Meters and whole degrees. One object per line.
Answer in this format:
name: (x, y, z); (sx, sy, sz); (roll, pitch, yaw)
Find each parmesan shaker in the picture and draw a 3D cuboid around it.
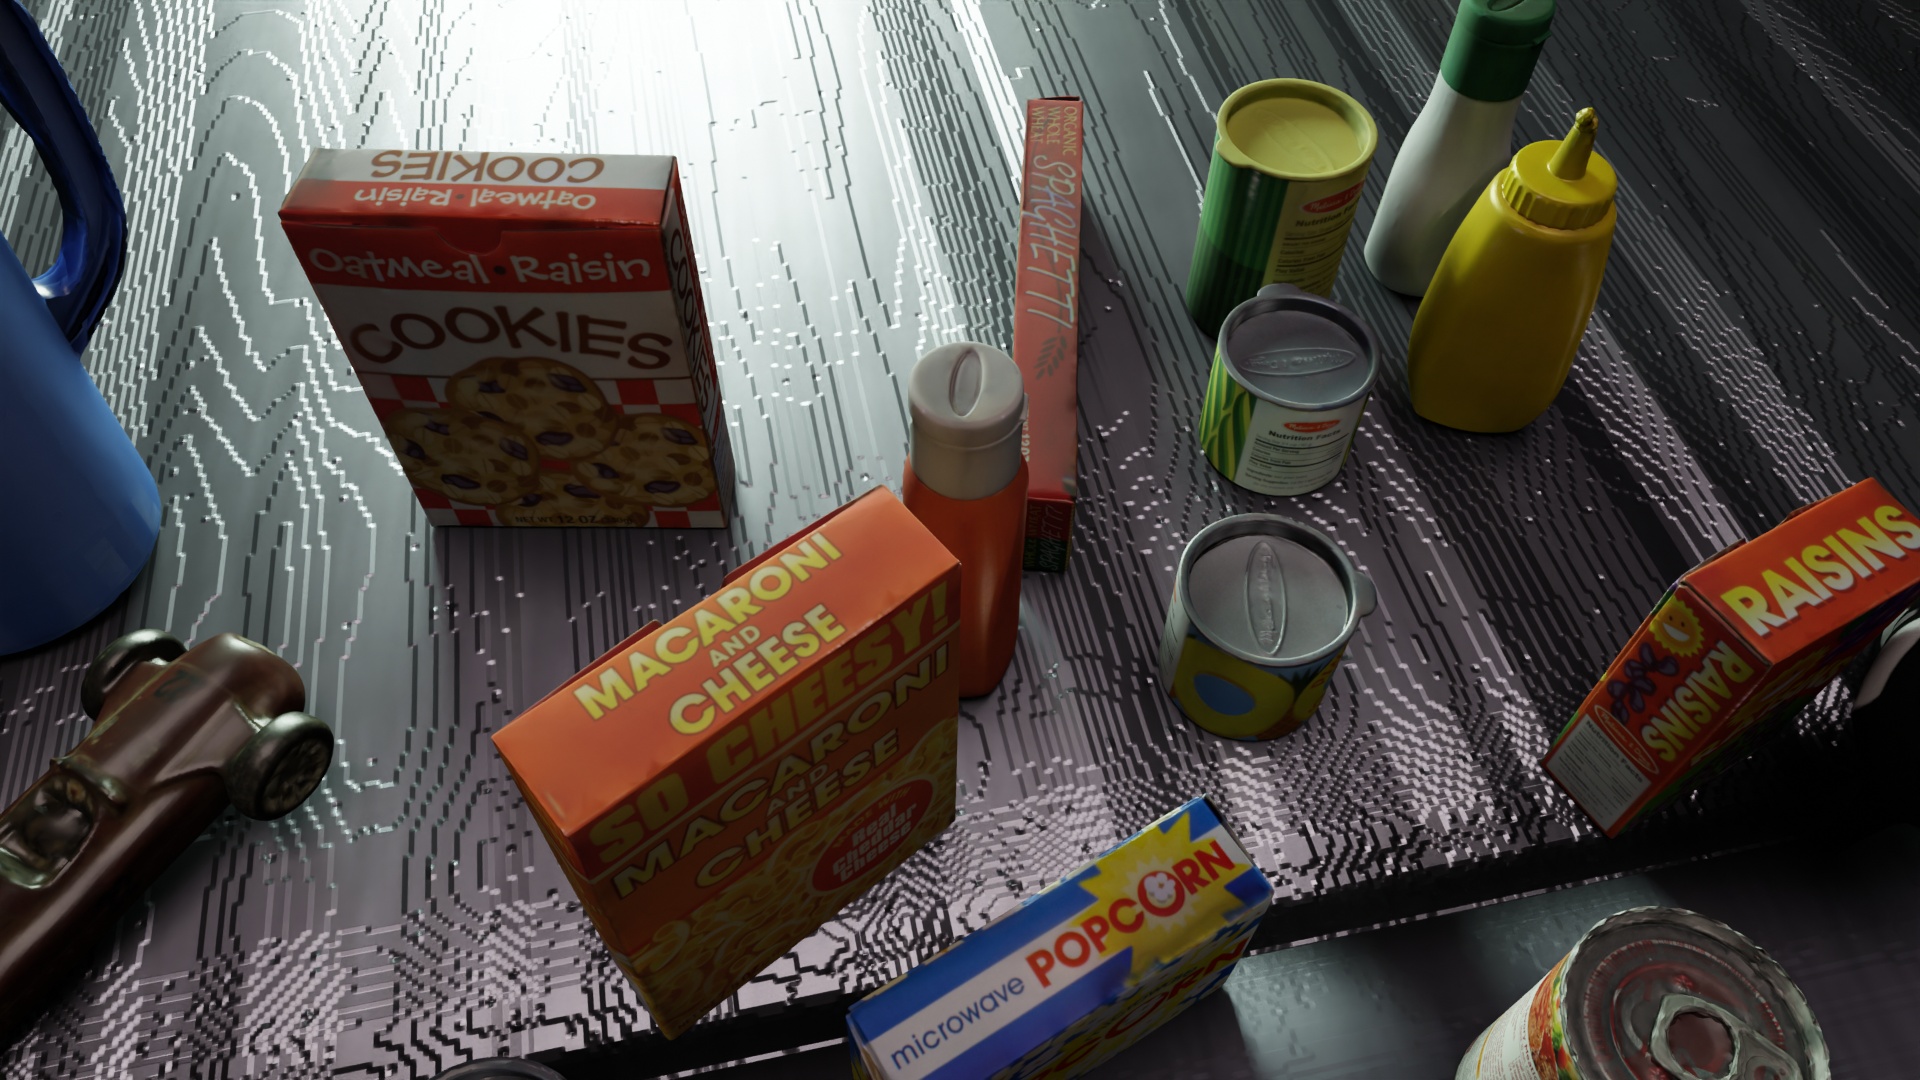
parmesan shaker: (0.136, -0.141, 0.615); (0.071, 0.102, 0.071); (1, 54, -1)

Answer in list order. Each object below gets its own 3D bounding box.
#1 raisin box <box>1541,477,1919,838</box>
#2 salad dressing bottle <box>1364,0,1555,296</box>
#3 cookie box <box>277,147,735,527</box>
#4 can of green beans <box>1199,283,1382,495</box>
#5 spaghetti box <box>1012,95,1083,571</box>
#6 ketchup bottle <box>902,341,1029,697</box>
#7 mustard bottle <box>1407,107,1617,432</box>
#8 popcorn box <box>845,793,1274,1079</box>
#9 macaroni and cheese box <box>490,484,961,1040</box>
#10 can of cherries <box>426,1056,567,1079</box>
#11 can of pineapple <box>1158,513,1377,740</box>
raisin box: (0.262, 0.043, 0.472); (0.086, 0.122, 0.040); (-23, 58, -17)
salad dressing bottle: (0.220, -0.175, 0.615); (0.064, 0.146, 0.044); (-36, 62, -23)
cookie box: (-0.156, -0.067, 0.516); (0.123, 0.166, 0.040); (1, 54, -1)
can of green beans: (0.137, -0.061, 0.585); (0.071, 0.057, 0.071); (1, 54, -1)
spaghetti box: (0.038, -0.102, 0.617); (0.029, 0.050, 0.251); (3, 54, 1)
ketchup bottle: (0.002, -0.006, 0.487); (0.043, 0.148, 0.065); (6, 54, 3)
mustard bottle: (0.228, -0.110, 0.560); (0.065, 0.159, 0.049); (11, 55, 6)
popcorn box: (0.028, 0.138, 0.422); (0.127, 0.084, 0.038); (-26, 59, -19)
macaroni and cheese box: (-0.059, 0.073, 0.417); (0.124, 0.165, 0.040); (-34, 62, -23)
can of cherries: (-0.131, 0.191, 0.396); (0.071, 0.058, 0.072); (1, 54, -1)
can of pineapple: (0.111, 0.034, 0.516); (0.071, 0.057, 0.071); (1, 54, -1)
